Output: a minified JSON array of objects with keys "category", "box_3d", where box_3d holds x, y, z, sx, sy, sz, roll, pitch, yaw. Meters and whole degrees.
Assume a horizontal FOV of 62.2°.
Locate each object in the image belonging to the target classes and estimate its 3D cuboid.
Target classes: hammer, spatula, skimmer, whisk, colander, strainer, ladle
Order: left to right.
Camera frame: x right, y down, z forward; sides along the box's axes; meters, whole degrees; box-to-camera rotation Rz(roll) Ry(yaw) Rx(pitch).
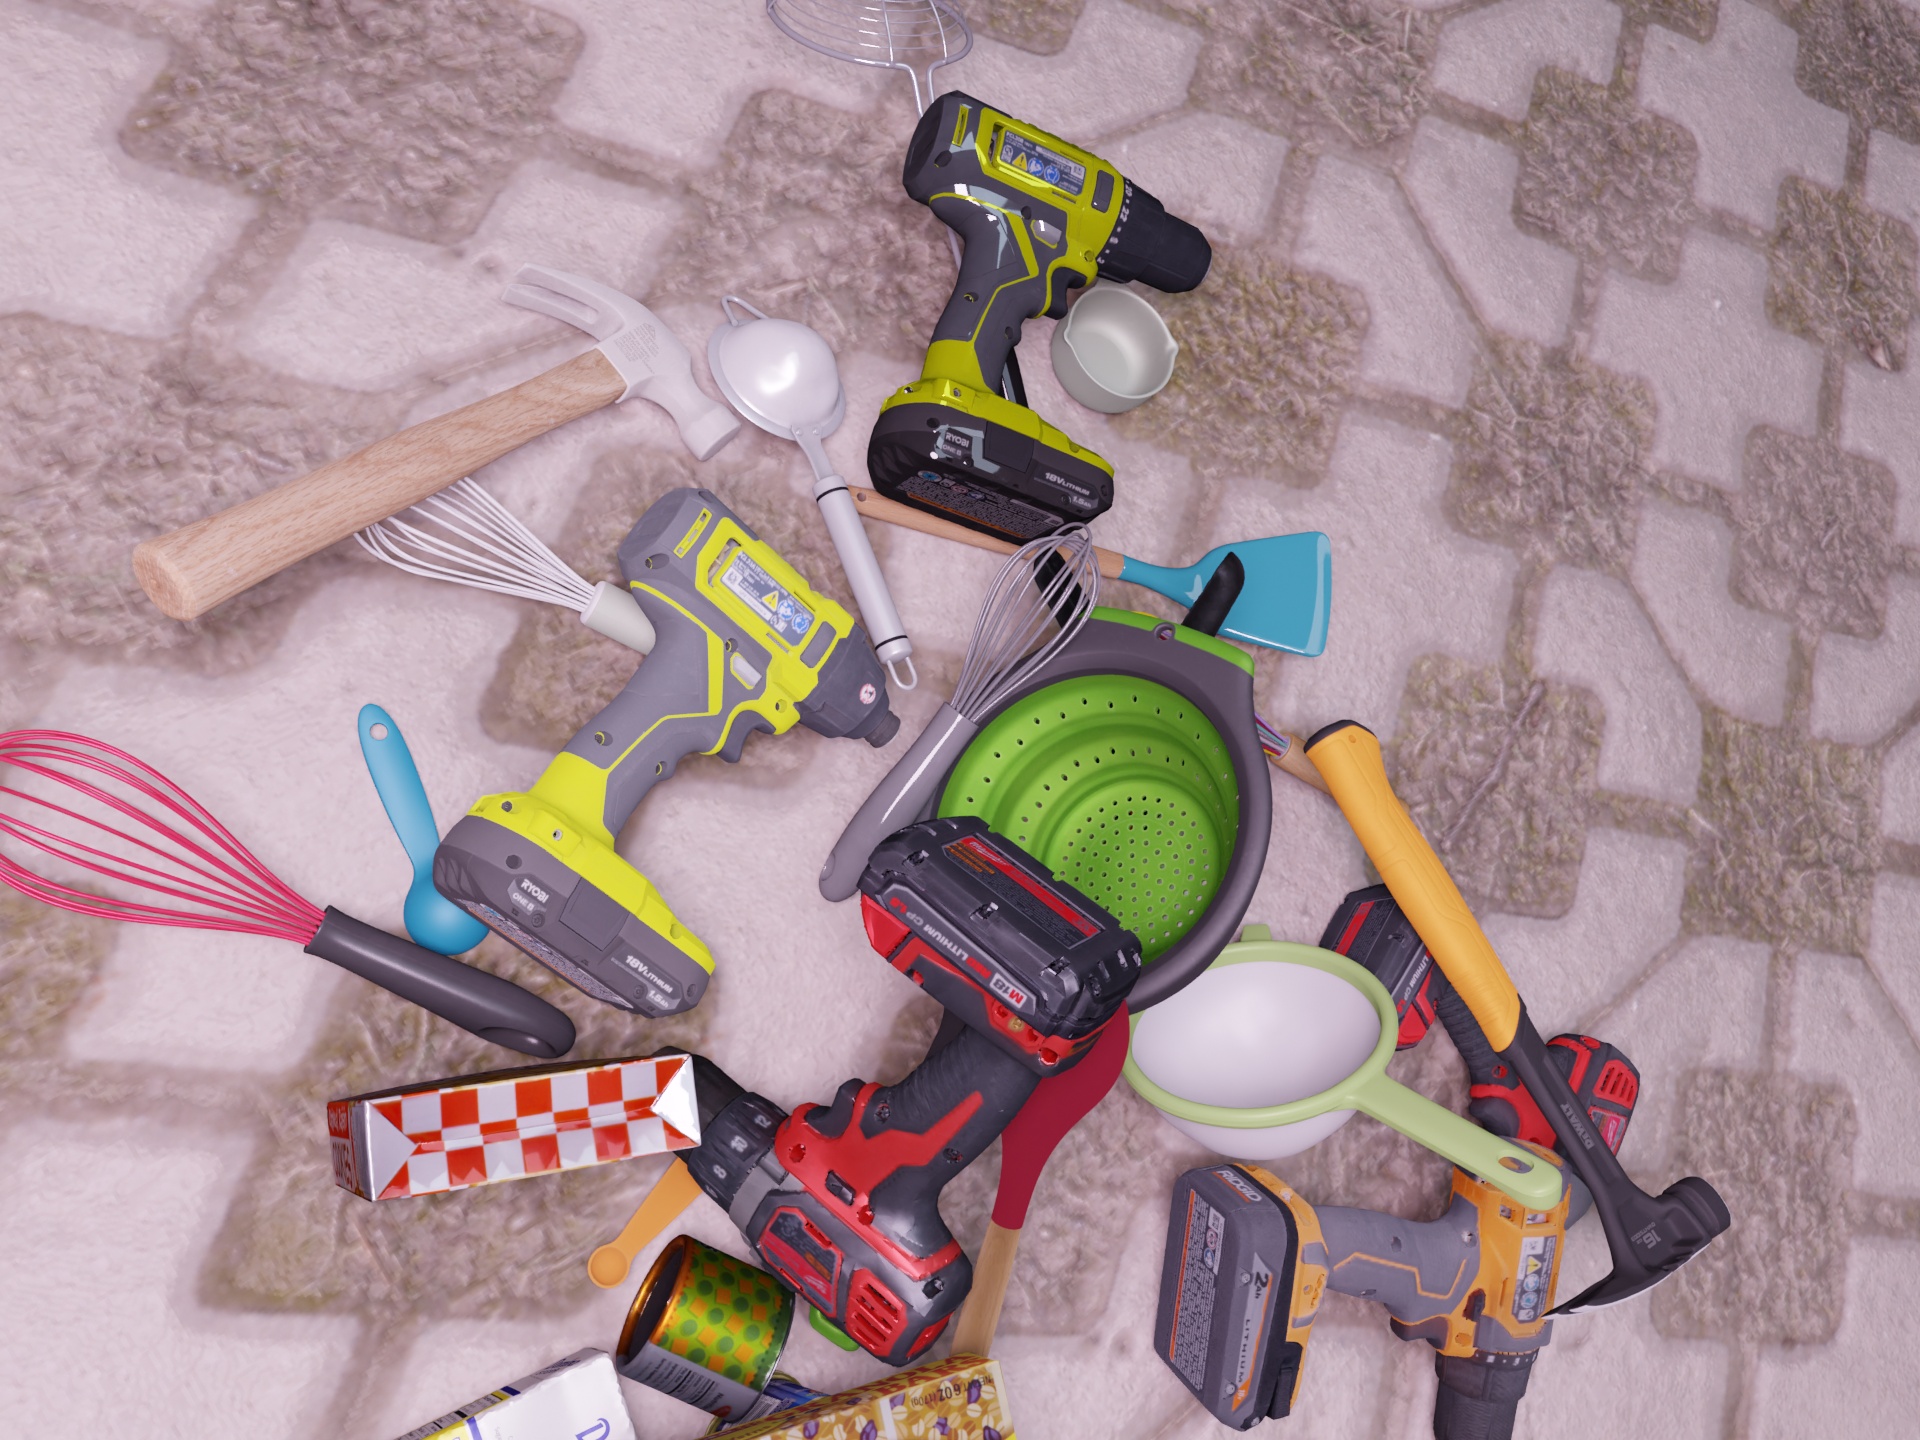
[{"category":"whisk","box_3d":[-0.304,0.084,0.706,0.295,0.073,0.073,30,64,-20]},{"category":"hammer","box_3d":[-0.243,-0.132,0.756,0.130,0.031,0.331,50,41,-4]},{"category":"whisk","box_3d":[-0.194,-0.065,0.810,0.246,0.058,0.059,27,99,-21]},{"category":"strainer","box_3d":[-0.072,-0.135,0.875,0.087,0.050,0.258,-13,76,-42]},{"category":"skimmer","box_3d":[-0.019,-0.304,0.974,0.127,0.090,0.363,-17,93,-29]},{"category":"whisk","box_3d":[-0.002,-0.003,0.835,0.055,0.055,0.239,35,92,-12]},{"category":"ladle","box_3d":[0.014,0.259,0.747,0.069,0.031,0.315,15,97,3]},{"category":"colander","box_3d":[0.040,0.138,0.832,0.397,0.205,0.094,-63,146,-9]},{"category":"spatula","box_3d":[0.077,-0.102,0.950,0.317,0.044,0.082,11,76,-21]},{"category":"whisk","box_3d":[0.181,0.003,0.970,0.244,0.051,0.047,29,59,-19]},{"category":"strainer","box_3d":[0.195,0.202,0.827,0.151,0.257,0.069,-29,122,-30]},{"category":"hammer","box_3d":[0.281,0.149,0.870,0.127,0.034,0.337,-17,70,-31]}]

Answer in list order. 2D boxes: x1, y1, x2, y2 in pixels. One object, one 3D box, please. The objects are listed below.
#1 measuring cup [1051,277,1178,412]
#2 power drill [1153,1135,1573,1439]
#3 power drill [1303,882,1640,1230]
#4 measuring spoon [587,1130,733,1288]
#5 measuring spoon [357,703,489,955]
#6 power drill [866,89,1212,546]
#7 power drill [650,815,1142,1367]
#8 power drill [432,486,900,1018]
[{"category":"measuring cup","box_3d":[0.086,-0.273,1.011,0.083,0.038,0.168,-2,74,-26]},{"category":"power drill","box_3d":[0.221,0.323,0.856,0.226,0.084,0.185,3,98,-22]},{"category":"power drill","box_3d":[0.305,0.208,0.950,0.219,0.078,0.143,43,62,-12]},{"category":"measuring spoon","box_3d":[-0.137,0.226,0.770,0.021,0.011,0.117,45,58,-2]},{"category":"measuring spoon","box_3d":[-0.258,0.050,0.755,0.042,0.021,0.128,-21,86,-29]},{"category":"power drill","box_3d":[0.047,-0.222,0.906,0.190,0.080,0.229,18,75,-23]},{"category":"power drill","box_3d":[-0.043,0.152,0.714,0.188,0.226,0.080,35,19,19]},{"category":"power drill","box_3d":[-0.131,0.023,0.772,0.171,0.080,0.223,43,65,-28]}]
